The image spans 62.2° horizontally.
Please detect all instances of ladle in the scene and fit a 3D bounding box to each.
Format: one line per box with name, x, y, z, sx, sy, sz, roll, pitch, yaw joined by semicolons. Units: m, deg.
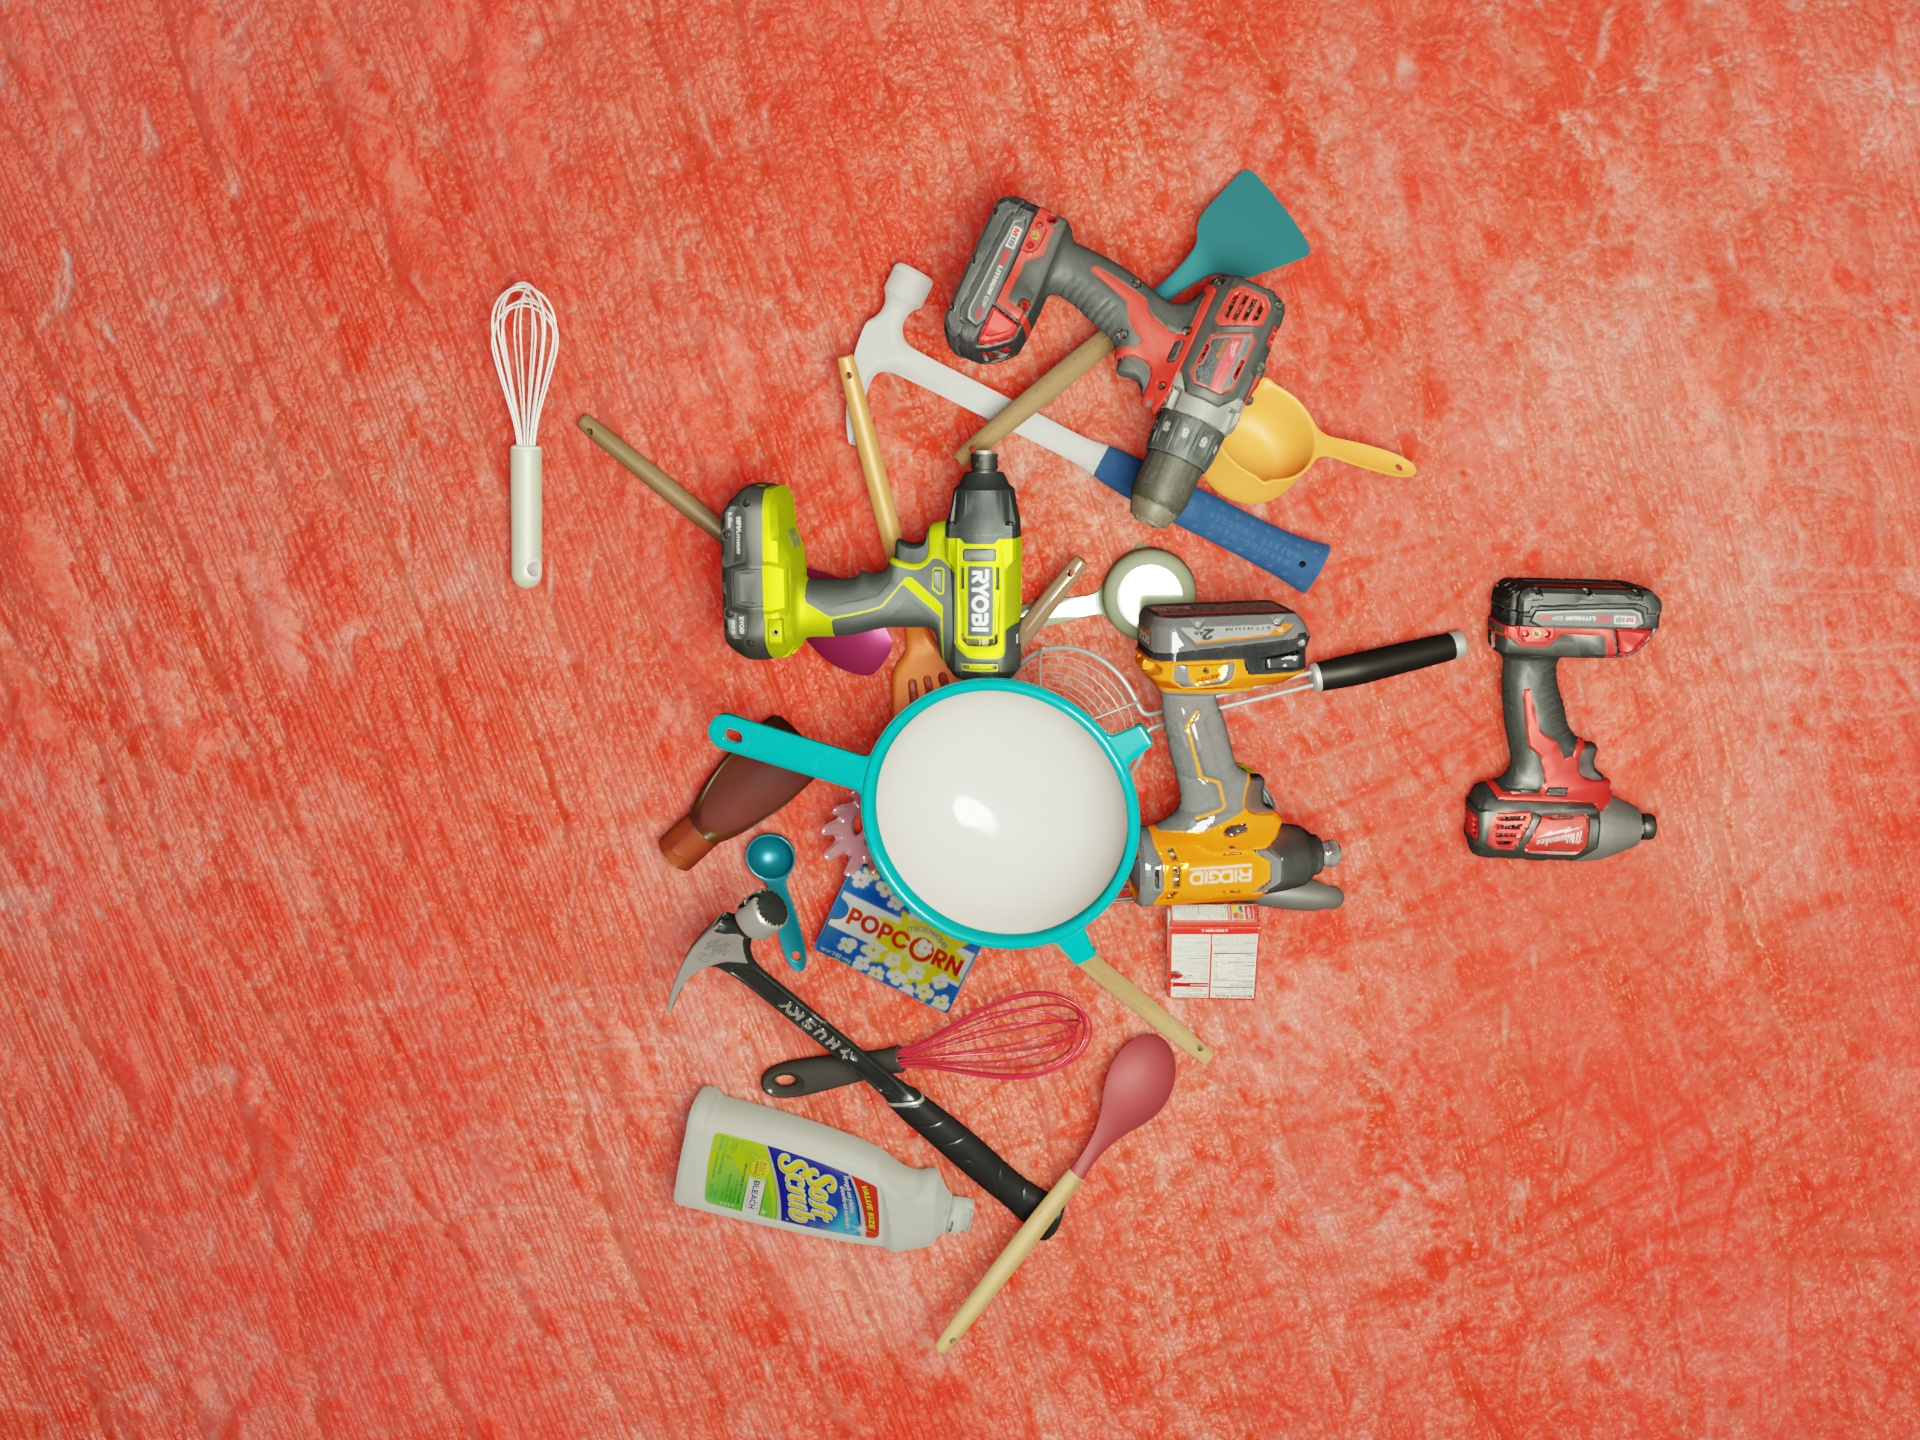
ladle;0.079;0.394;1.315;0.069;0.031;0.315;39;88;-26
ladle;0.088;0.180;1.308;0.320;0.062;0.078;39;68;-5

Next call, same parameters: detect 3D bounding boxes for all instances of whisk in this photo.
whisk;-0.032;0.280;1.336;0.296;0.073;0.073;-14;98;14
whisk;0.194;0.133;1.297;0.239;0.055;0.055;6;100;0
whisk;-0.354;-0.230;1.294;0.059;0.057;0.246;13;106;38

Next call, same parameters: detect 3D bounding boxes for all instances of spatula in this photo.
spatula;-0.051;-0.129;1.262;0.081;0.041;0.322;-12;110;7
spatula;0.124;-0.297;1.219;0.317;0.044;0.082;-38;92;5

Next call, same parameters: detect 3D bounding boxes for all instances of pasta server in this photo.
pasta server;-0.002;-0.004;1.268;0.060;0.040;0.316;39;103;2

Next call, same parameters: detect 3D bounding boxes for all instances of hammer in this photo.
hammer;-0.063;0.302;1.304;0.408;0.036;0.149;43;123;-16
hammer;0.098;-0.205;1.255;0.405;0.035;0.144;27;100;1

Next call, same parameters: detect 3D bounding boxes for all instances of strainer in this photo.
strainer;-0.023;0.043;1.226;0.340;0.095;0.211;16;109;11

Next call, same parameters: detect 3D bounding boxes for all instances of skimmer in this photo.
skimmer;0.216;-0.029;1.274;0.363;0.090;0.127;-13;109;-3

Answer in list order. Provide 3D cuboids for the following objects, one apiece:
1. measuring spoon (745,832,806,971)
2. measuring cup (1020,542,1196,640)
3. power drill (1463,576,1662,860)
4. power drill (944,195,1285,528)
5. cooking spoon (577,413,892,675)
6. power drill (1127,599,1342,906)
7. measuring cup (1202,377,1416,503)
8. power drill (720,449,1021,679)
measuring spoon;-0.149;0.152;1.349;0.042;0.021;0.128;-10;107;7
measuring cup;0.106;-0.091;1.270;0.167;0.038;0.083;-10;98;5
power drill;0.473;0.003;1.233;0.143;0.078;0.219;2;102;5
power drill;0.102;-0.262;1.164;0.227;0.080;0.188;25;93;5
cooking spoon;-0.186;-0.146;1.287;0.319;0.017;0.068;39;120;4
power drill;0.208;0.027;1.196;0.164;0.084;0.226;-2;103;-6
measuring cup;0.263;-0.202;1.229;0.173;0.052;0.095;11;66;-14
power drill;-0.064;-0.121;1.216;0.223;0.080;0.171;1;102;7
